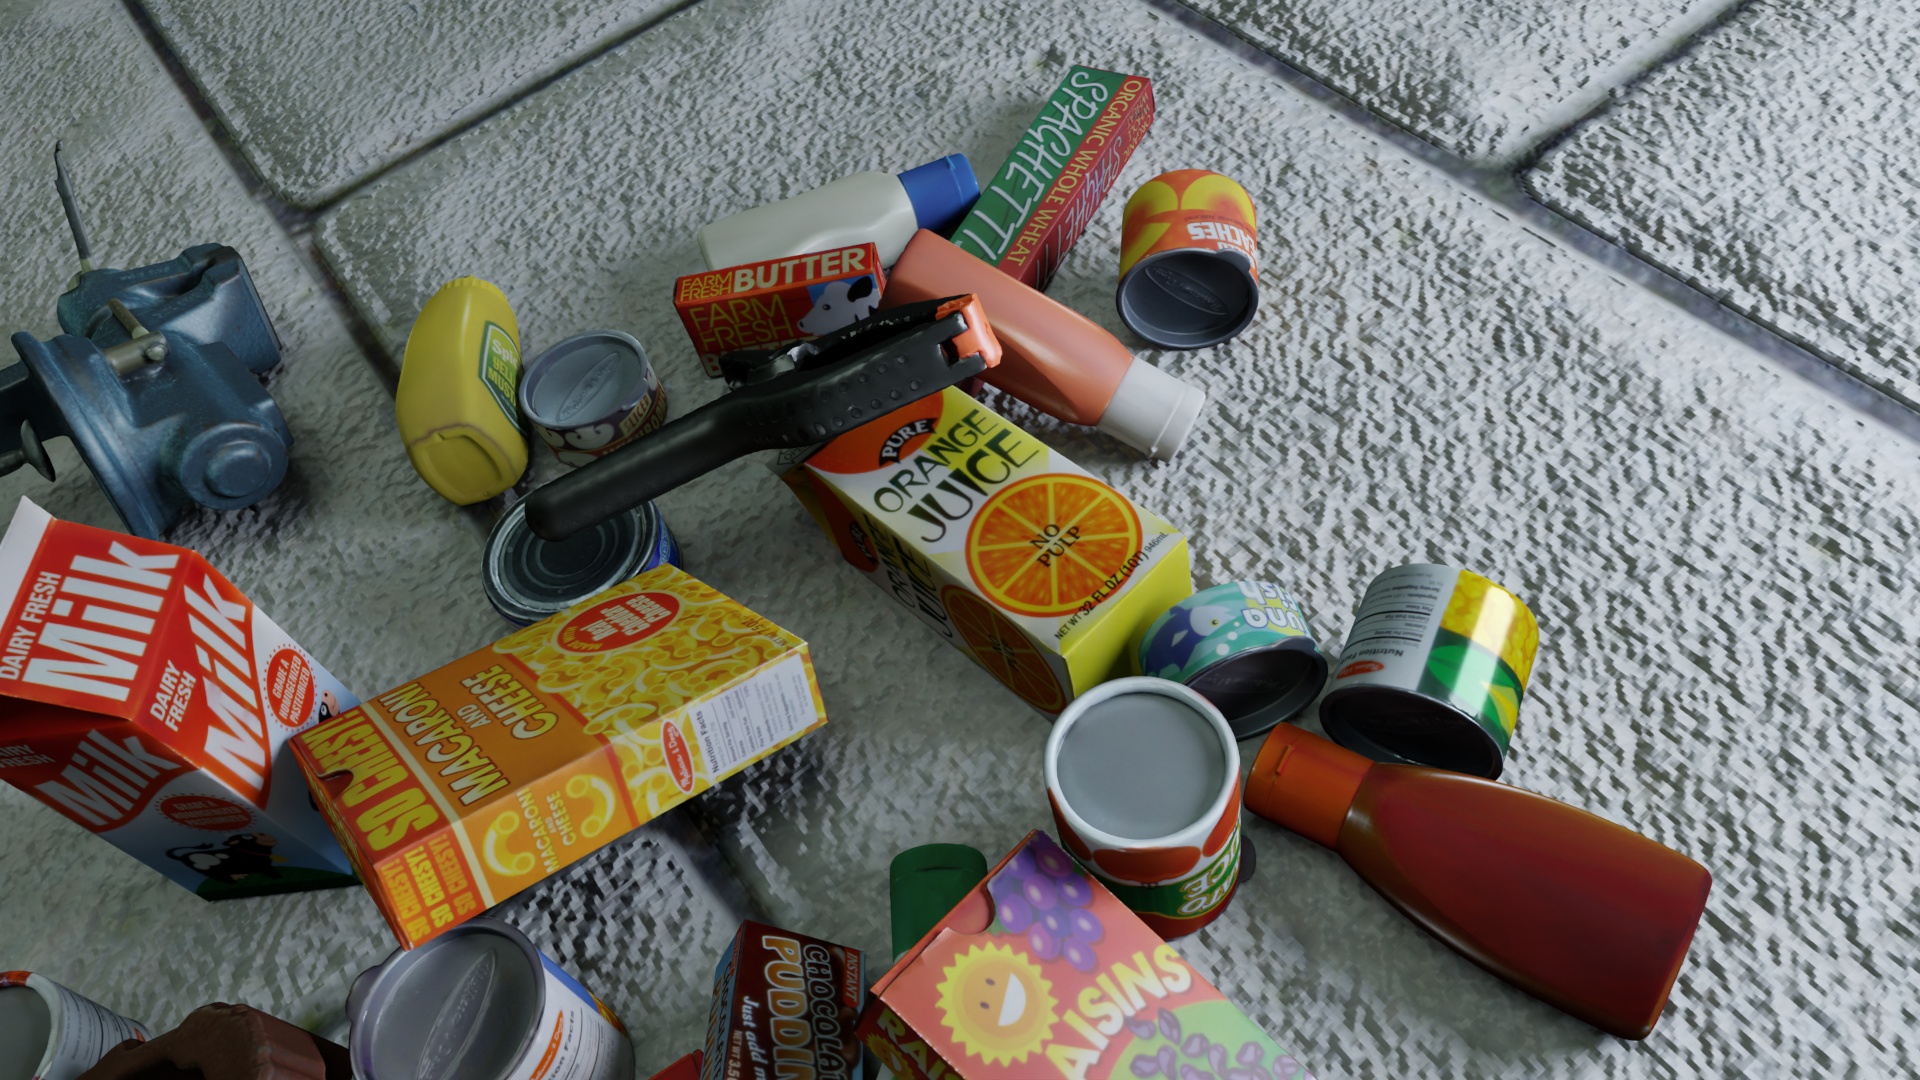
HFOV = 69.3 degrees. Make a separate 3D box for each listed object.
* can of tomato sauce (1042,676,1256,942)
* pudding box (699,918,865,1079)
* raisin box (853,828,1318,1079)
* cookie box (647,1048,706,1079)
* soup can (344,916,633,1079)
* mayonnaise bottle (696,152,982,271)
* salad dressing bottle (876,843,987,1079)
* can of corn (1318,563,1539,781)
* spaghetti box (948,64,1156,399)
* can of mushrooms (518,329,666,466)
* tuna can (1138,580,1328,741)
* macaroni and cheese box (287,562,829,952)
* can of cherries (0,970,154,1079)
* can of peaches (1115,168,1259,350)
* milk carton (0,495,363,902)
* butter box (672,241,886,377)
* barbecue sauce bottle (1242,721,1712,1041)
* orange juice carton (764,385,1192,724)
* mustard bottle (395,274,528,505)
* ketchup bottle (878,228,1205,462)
[{"bbox_3d":[0.068,0.097,0.492,0.071,0.082,0.071,-6,54,8],"label":"can of tomato sauce"},{"bbox_3d":[-0.059,0.173,0.468,0.050,0.030,0.084,21,29,-14],"label":"pudding box"},{"bbox_3d":[0.040,0.165,0.441,0.123,0.039,0.086,40,50,16],"label":"raisin box"},{"bbox_3d":[-0.127,0.263,0.436,0.168,0.040,0.123,-30,53,-10],"label":"cookie box"},{"bbox_3d":[-0.161,0.176,0.481,0.071,0.083,0.072,-6,53,8],"label":"soup can"},{"bbox_3d":[-0.062,-0.165,0.740,0.148,0.041,0.065,-21,49,-5],"label":"mayonnaise bottle"},{"bbox_3d":[-0.004,0.178,0.471,0.064,0.043,0.148,-4,53,-2],"label":"salad dressing bottle"},{"bbox_3d":[0.176,0.052,0.516,0.071,0.070,0.058,17,59,23],"label":"can of corn"},{"bbox_3d":[0.030,-0.161,0.724,0.050,0.028,0.251,19,60,23],"label":"spaghetti box"},{"bbox_3d":[-0.183,-0.071,0.699,0.071,0.033,0.071,-6,53,8],"label":"can of mushrooms"},{"bbox_3d":[0.104,0.046,0.530,0.071,0.070,0.033,-17,52,-1],"label":"tuna can"},{"bbox_3d":[-0.154,0.071,0.531,0.167,0.040,0.124,-26,28,-29],"label":"macaroni and cheese box"},{"bbox_3d":[-0.349,0.203,0.516,0.071,0.058,0.072,-5,53,7],"label":"can of cherries"},{"bbox_3d":[0.110,-0.135,0.663,0.071,0.071,0.058,-1,53,12],"label":"can of peaches"},{"bbox_3d":[-0.299,0.066,0.524,0.073,0.189,0.073,-8,53,7],"label":"milk carton"},{"bbox_3d":[-0.087,-0.116,0.700,0.103,0.053,0.024,-9,51,5],"label":"butter box"},{"bbox_3d":[0.174,0.110,0.485,0.149,0.043,0.065,23,72,27],"label":"barbecue sauce bottle"},{"bbox_3d":[0.002,-0.007,0.589,0.072,0.072,0.193,-42,56,-18],"label":"orange juice carton"},{"bbox_3d":[-0.253,-0.092,0.712,0.049,0.065,0.161,-19,49,3],"label":"mustard bottle"},{"bbox_3d":[0.036,-0.084,0.627,0.149,0.064,0.043,28,75,1],"label":"ketchup bottle"}]
